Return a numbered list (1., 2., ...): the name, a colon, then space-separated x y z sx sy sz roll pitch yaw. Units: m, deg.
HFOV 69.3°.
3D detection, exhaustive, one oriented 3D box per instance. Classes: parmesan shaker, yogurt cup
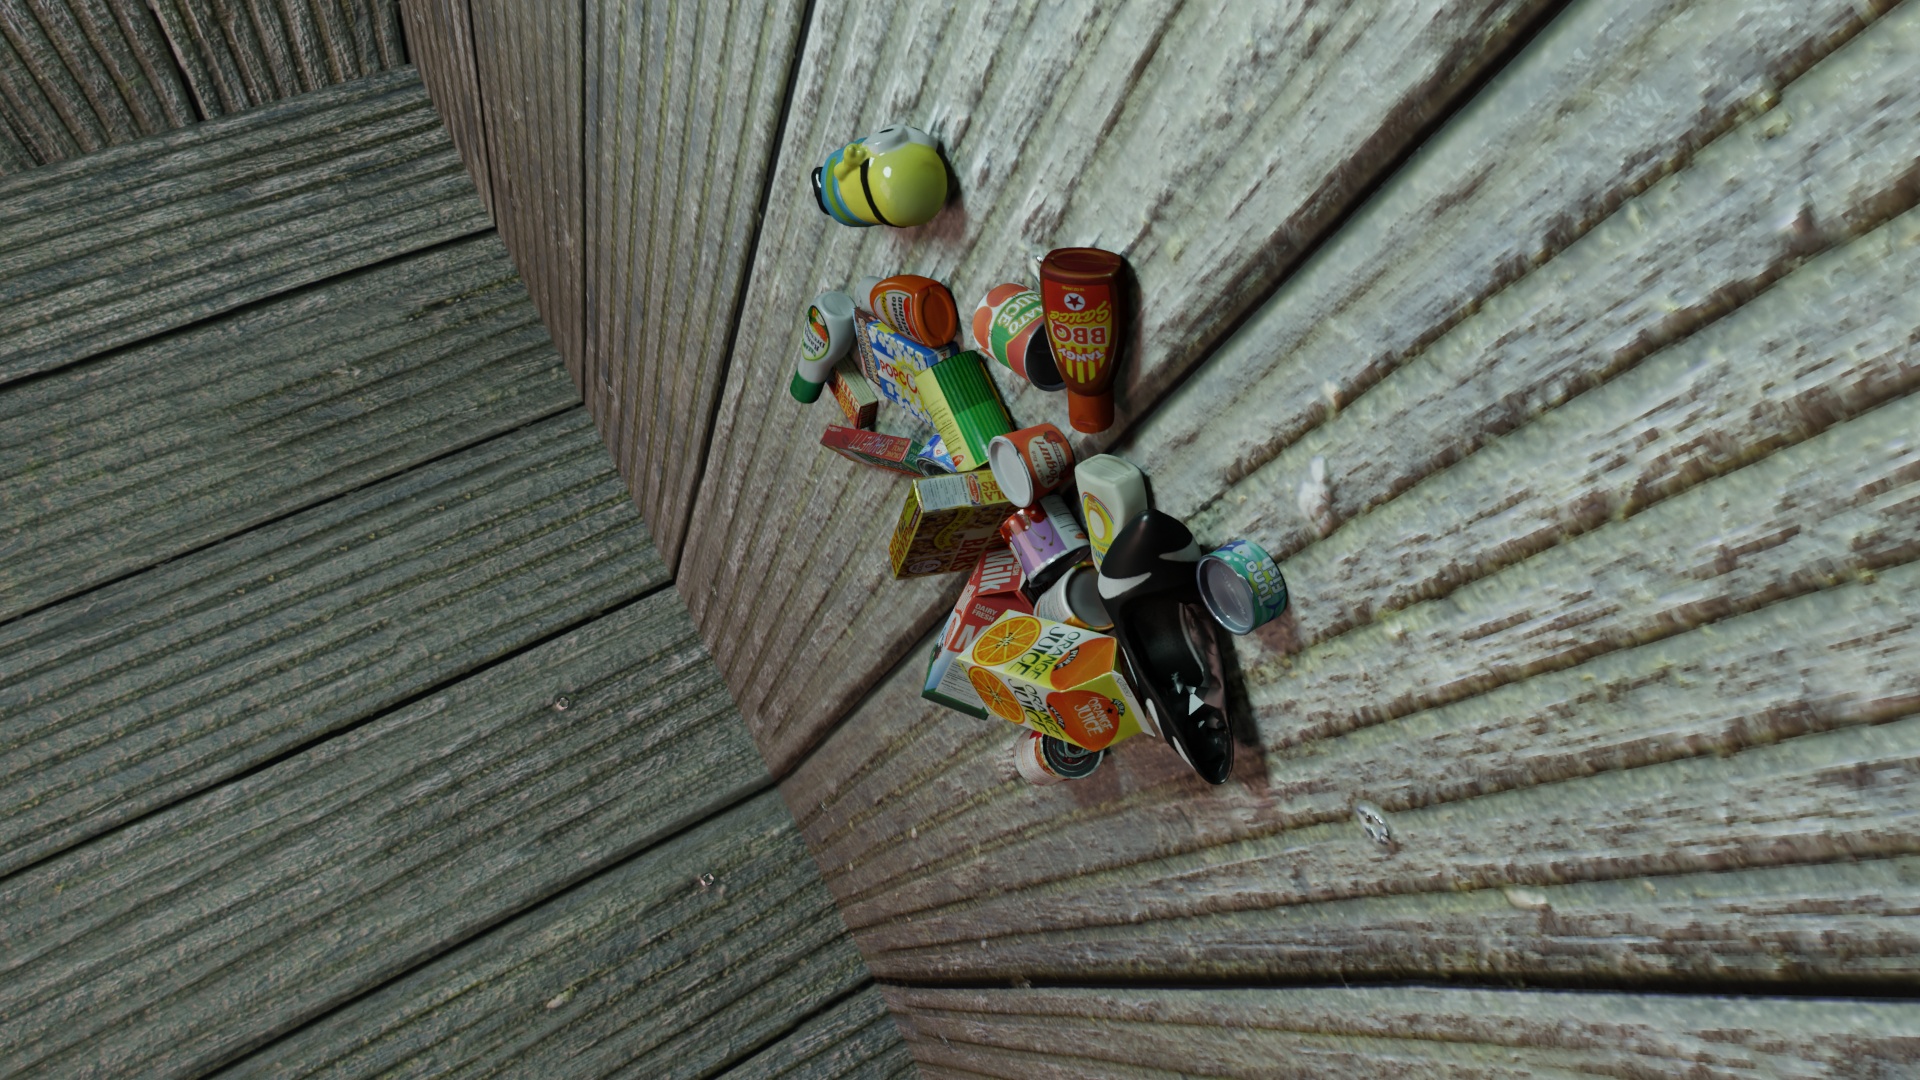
1. parmesan shaker: 0.008 -0.119 1.295 0.103 0.071 0.071 65 159 2
2. yogurt cup: 0.064 -0.070 1.232 0.072 0.054 0.072 50 155 34

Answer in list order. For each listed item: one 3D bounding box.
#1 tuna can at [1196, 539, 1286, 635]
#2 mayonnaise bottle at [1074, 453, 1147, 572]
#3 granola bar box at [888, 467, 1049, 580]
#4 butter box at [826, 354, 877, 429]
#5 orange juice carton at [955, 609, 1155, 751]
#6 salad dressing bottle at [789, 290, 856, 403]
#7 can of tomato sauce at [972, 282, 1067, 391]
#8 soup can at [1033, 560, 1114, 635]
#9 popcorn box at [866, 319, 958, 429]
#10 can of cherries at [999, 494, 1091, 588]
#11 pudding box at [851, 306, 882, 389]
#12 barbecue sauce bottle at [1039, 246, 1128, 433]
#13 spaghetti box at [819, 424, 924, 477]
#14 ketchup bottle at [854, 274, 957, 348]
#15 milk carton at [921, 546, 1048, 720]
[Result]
1. tuna can: 0.209 0.034 1.031 0.071 0.033 0.070 50 155 34
2. mayonnaise bottle: 0.134 0.003 1.165 0.065 0.041 0.147 31 140 53
3. granola bar box: 0.005 -0.017 1.330 0.164 0.124 0.039 116 143 -64
4. butter box: -0.133 -0.184 1.619 0.104 0.024 0.053 57 157 19
5. orange juice carton: 0.090 0.123 1.204 0.192 0.073 0.071 12 137 53
6. salad dressing bottle: -0.158 -0.215 1.567 0.064 0.044 0.146 55 143 22
7. can of tomato sauce: 0.057 -0.167 1.122 0.083 0.071 0.070 40 148 49
8. soup can: 0.112 0.061 1.255 0.071 0.071 0.083 61 158 10
9. popcorn box: -0.042 -0.170 1.397 0.127 0.038 0.084 37 147 51
10. can of cherries: 0.075 0.001 1.262 0.058 0.072 0.071 59 158 15
11. pudding box: -0.085 -0.207 1.471 0.050 0.030 0.083 43 150 46
12. barbecue sauce bottle: 0.097 -0.151 1.064 0.065 0.044 0.147 10 135 19
13. spaghetti box: -0.091 -0.101 1.571 0.050 0.028 0.250 28 175 -27
14. ketchup bottle: -0.056 -0.231 1.356 0.149 0.044 0.064 31 142 56
15. milk carton: 0.031 0.082 1.360 0.073 0.073 0.189 -76 10 -51
